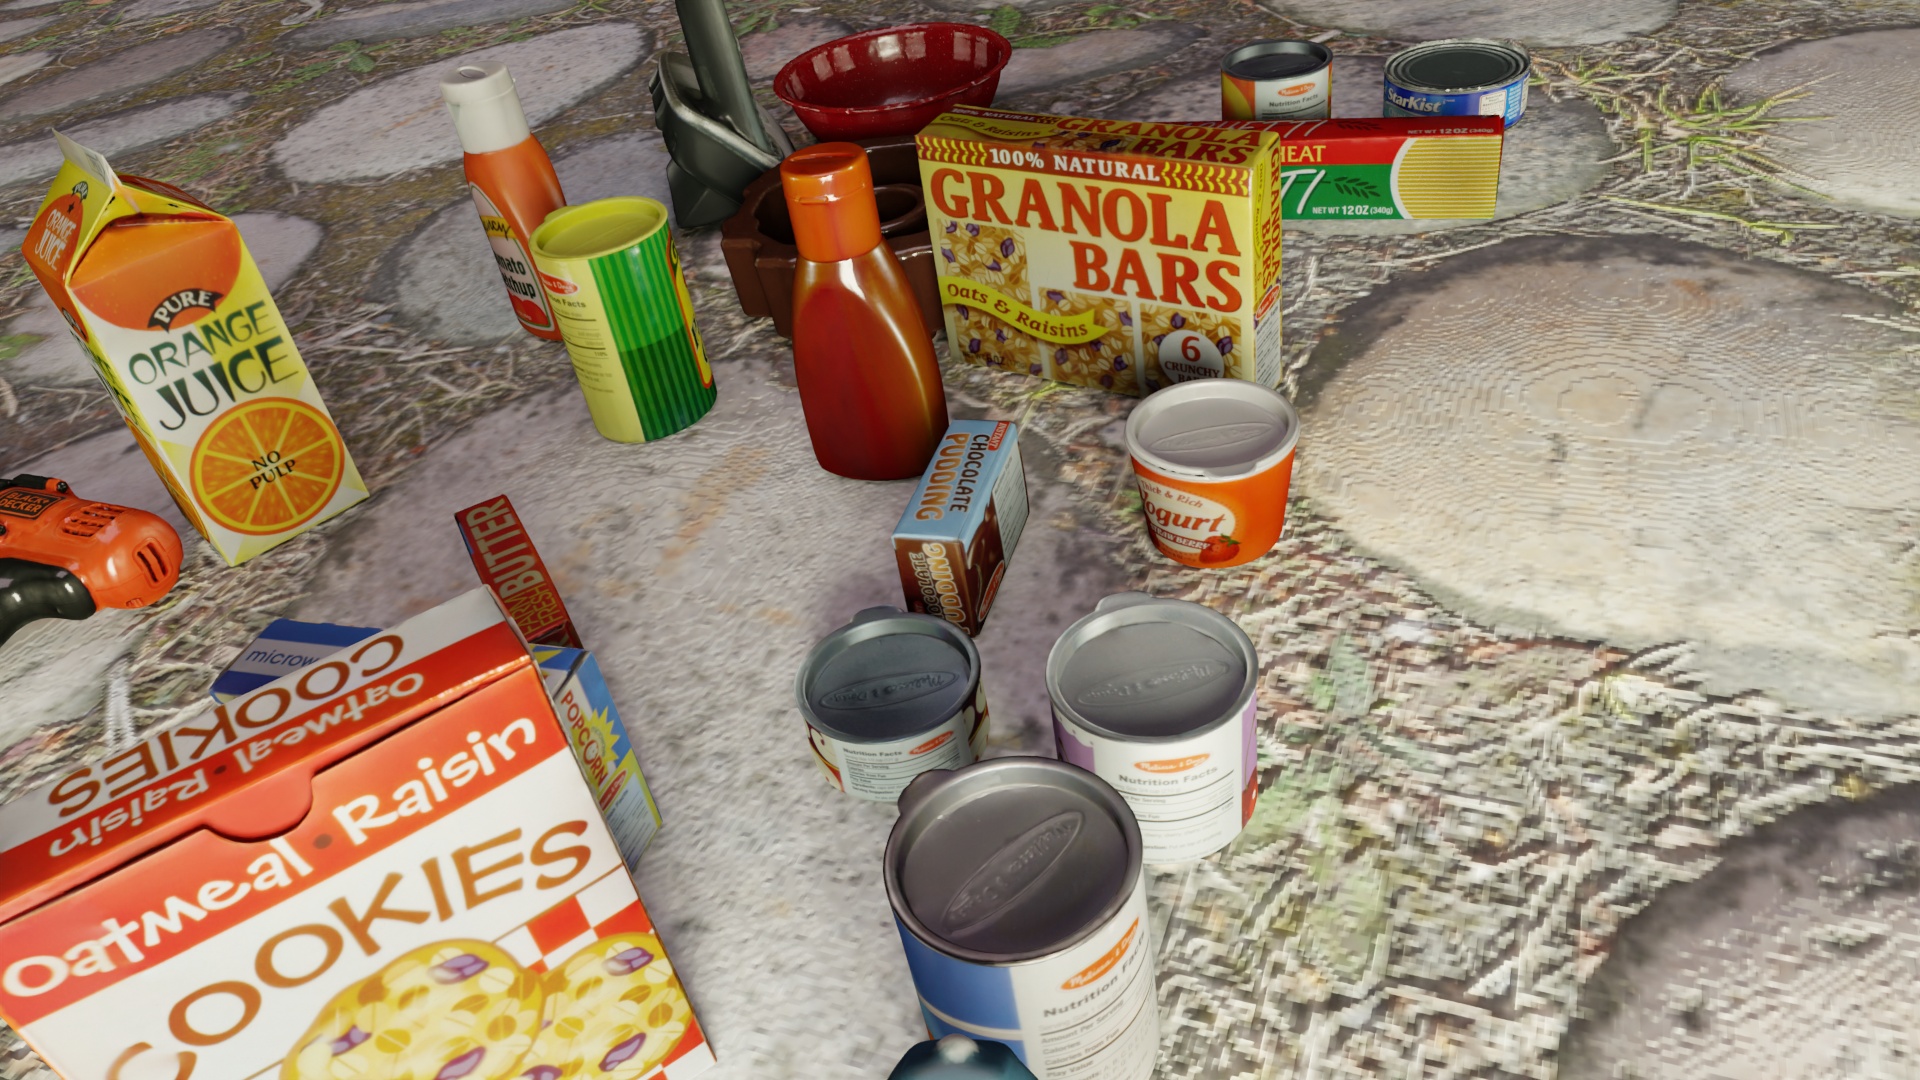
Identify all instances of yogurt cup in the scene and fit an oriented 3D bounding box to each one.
[{"bbox_3d":[0.101,-0.026,0.558,0.072,0.053,0.073,-6,37,5],"label":"yogurt cup"}]

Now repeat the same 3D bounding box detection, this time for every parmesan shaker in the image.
[{"bbox_3d":[-0.165,-0.109,0.687,0.071,0.102,0.072,-6,37,5],"label":"parmesan shaker"}]

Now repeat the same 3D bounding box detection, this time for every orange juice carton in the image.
[{"bbox_3d":[-0.353,-0.091,0.632,0.073,0.191,0.072,-35,44,-29],"label":"orange juice carton"}]

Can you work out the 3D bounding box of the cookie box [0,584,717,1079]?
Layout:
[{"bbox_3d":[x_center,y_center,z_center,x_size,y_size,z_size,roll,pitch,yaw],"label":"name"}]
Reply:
[{"bbox_3d":[-0.142,0.108,0.347,0.123,0.166,0.040,-28,40,-21],"label":"cookie box"}]

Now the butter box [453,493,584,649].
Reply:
[{"bbox_3d":[-0.171,0.029,0.550,0.024,0.052,0.104,-24,39,-18],"label":"butter box"}]

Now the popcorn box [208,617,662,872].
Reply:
[{"bbox_3d":[-0.174,0.073,0.467,0.127,0.084,0.038,4,39,18],"label":"popcorn box"}]

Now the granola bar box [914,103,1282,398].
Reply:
[{"bbox_3d":[0.066,-0.131,0.645,0.165,0.123,0.039,15,44,29],"label":"granola bar box"}]

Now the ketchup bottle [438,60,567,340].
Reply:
[{"bbox_3d":[-0.243,-0.186,0.766,0.044,0.148,0.065,-35,44,-29],"label":"ketchup bottle"}]

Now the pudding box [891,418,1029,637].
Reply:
[{"bbox_3d":[0.002,-0.007,0.560,0.030,0.049,0.084,4,39,18],"label":"pudding box"}]

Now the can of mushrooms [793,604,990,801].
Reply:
[{"bbox_3d":[-0.024,0.057,0.496,0.071,0.033,0.071,-6,37,5],"label":"can of mushrooms"}]

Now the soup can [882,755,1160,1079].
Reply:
[{"bbox_3d":[0.017,0.109,0.377,0.071,0.083,0.072,-6,37,5],"label":"soup can"}]

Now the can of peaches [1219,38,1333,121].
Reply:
[{"bbox_3d":[0.191,-0.266,0.844,0.071,0.057,0.071,-6,37,5],"label":"can of peaches"}]

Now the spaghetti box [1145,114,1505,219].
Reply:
[{"bbox_3d":[0.171,-0.208,0.781,0.250,0.050,0.029,4,39,18],"label":"spaghetti box"}]

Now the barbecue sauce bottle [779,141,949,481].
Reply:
[{"bbox_3d":[-0.045,-0.096,0.605,0.065,0.147,0.044,2,39,16],"label":"barbecue sauce bottle"}]

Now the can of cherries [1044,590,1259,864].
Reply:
[{"bbox_3d":[0.063,0.060,0.452,0.071,0.058,0.072,-6,37,5],"label":"can of cherries"}]
